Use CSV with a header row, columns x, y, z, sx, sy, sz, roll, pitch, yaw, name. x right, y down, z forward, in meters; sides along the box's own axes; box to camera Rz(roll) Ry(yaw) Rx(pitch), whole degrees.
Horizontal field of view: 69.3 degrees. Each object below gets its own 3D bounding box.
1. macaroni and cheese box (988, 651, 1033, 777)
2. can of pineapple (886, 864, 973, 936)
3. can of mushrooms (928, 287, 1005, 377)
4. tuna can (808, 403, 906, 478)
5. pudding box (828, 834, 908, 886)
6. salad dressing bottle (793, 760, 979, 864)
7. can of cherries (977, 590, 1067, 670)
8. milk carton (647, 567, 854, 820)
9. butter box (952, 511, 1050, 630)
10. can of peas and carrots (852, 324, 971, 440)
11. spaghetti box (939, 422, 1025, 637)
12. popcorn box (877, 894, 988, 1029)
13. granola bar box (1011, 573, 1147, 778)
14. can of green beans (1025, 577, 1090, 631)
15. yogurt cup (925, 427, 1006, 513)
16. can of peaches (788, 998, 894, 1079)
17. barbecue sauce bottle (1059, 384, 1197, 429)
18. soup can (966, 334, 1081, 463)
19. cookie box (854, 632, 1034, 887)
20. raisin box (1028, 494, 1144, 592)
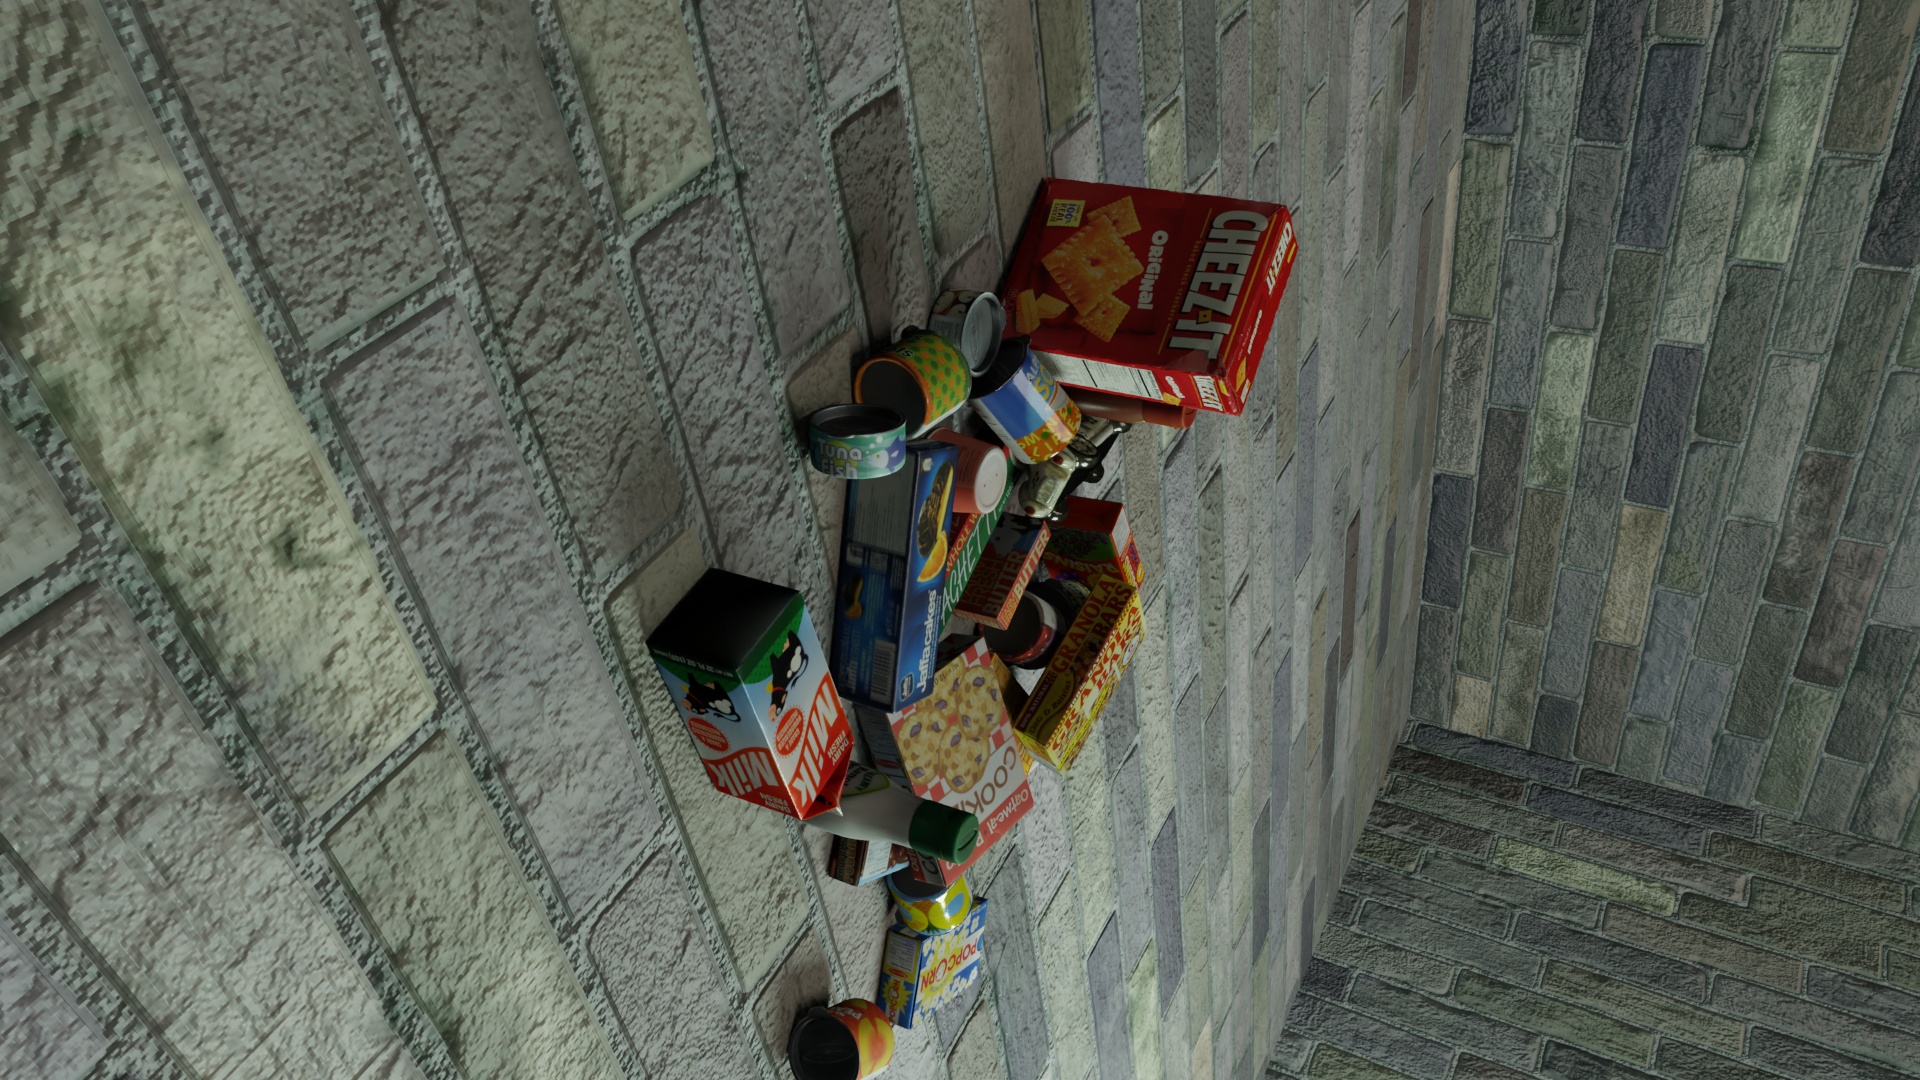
x,y,z,sx,sy,sz,roll,pitch,yaw,name
0.020,0.184,1.262,0.124,0.040,0.166,-67,151,-19,macaroni and cheese box
-0.028,0.298,1.195,0.071,0.071,0.057,-56,146,-35,can of pineapple
0.005,-0.164,1.085,0.071,0.033,0.070,-34,131,-53,can of mushrooms
-0.071,-0.067,0.945,0.071,0.071,0.032,-35,132,-53,tuna can
-0.070,0.247,1.130,0.084,0.030,0.049,0,100,-63,pudding box
-0.059,0.193,0.996,0.064,0.148,0.043,-28,126,-56,salad dressing bottle
0.054,0.083,1.257,0.058,0.071,0.071,31,74,-62,can of cherries
-0.128,0.115,0.912,0.074,0.072,0.189,-55,146,-37,milk carton
0.034,0.025,1.203,0.104,0.053,0.024,-64,149,-24,butter box
-0.036,-0.113,0.995,0.059,0.071,0.070,-40,136,-49,can of peas and carrots
0.004,-0.014,1.155,0.251,0.029,0.050,-63,149,-25,spaghetti box
-0.024,0.380,1.268,0.127,0.038,0.085,-9,109,-61,popcorn box
0.112,0.126,1.279,0.166,0.039,0.124,-58,158,-14,granola bar box
0.090,0.071,1.316,0.058,0.071,0.071,-3,105,-63,can of green beans
0.001,-0.053,1.105,0.073,0.054,0.072,-35,131,-53,yogurt cup
-0.095,0.404,1.115,0.058,0.071,0.071,10,93,-63,can of peaches
0.133,-0.128,1.218,0.065,0.148,0.043,-26,125,-57,barbecue sauce bottle
0.051,-0.114,1.125,0.083,0.071,0.071,46,58,-32,soup can
-0.009,0.179,1.137,0.123,0.040,0.167,-34,115,-41,cookie box
0.121,0.007,1.326,0.040,0.086,0.123,-67,152,-28,raisin box
